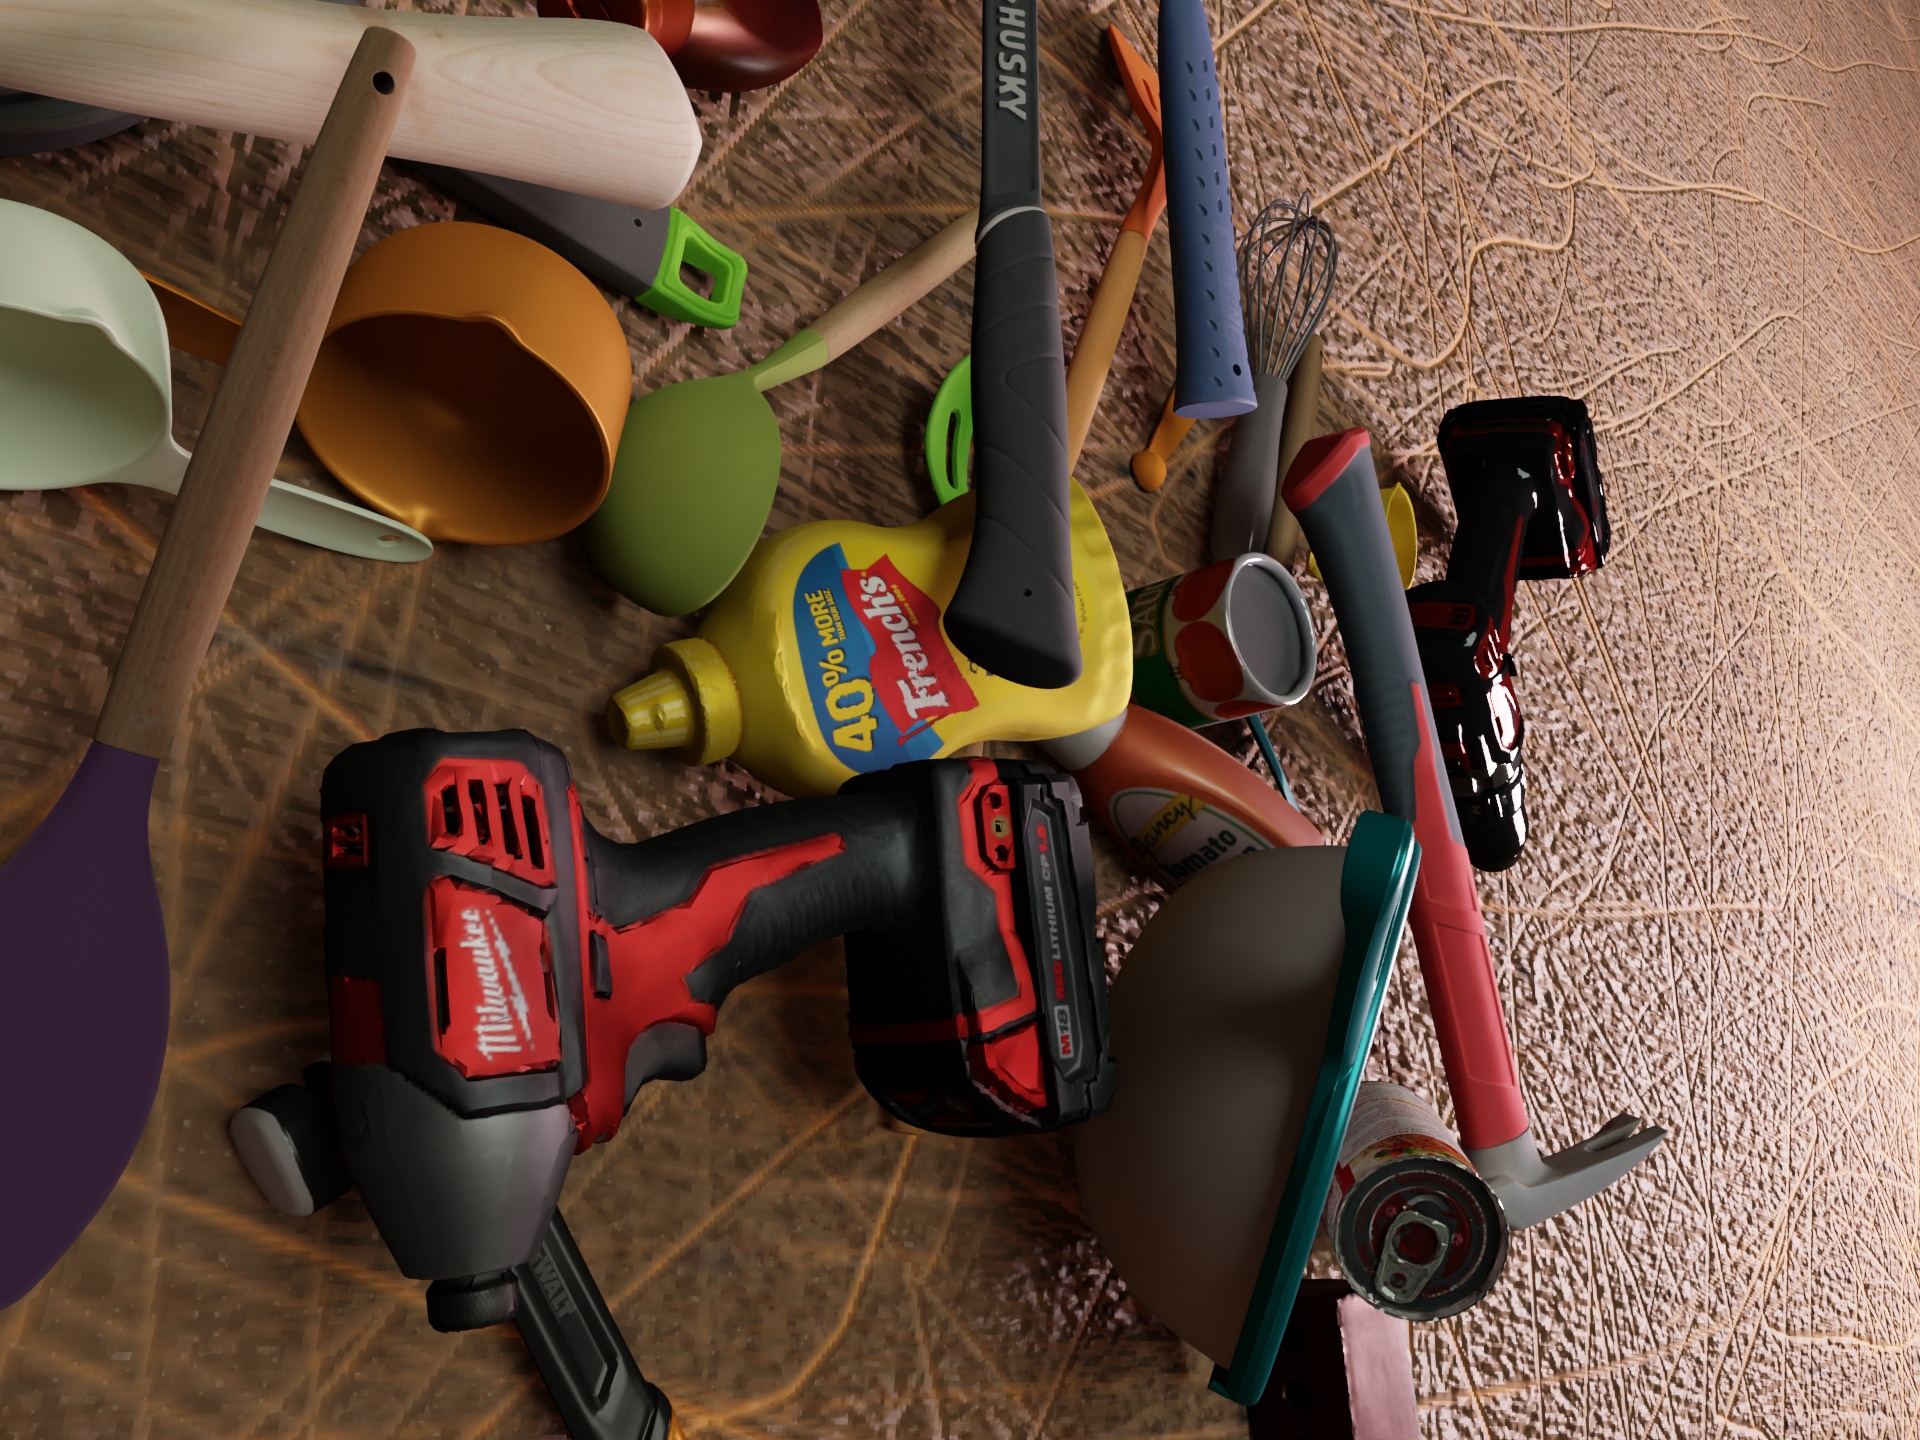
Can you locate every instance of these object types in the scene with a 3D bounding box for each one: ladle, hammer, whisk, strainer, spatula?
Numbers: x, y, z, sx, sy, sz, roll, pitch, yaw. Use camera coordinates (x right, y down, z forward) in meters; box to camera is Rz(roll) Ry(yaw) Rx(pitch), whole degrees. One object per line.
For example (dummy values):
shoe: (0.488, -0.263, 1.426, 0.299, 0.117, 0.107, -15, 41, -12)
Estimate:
ladle: (-0.036, -0.138, 0.596, 0.062, 0.078, 0.320, 55, 40, -14)
hammer: (0.024, -0.196, 0.595, 0.149, 0.036, 0.409, 5, 62, -10)
whisk: (0.154, -0.168, 0.802, 0.055, 0.055, 0.239, 31, 62, -35)
strainer: (0.089, 0.101, 0.536, 0.340, 0.095, 0.211, 75, 35, -61)
hammer: (-0.078, 0.228, 0.459, 0.127, 0.034, 0.337, -29, 100, -45)
hammer: (0.107, -0.345, 0.744, 0.144, 0.035, 0.405, -2, 87, -45)
spatula: (0.067, -0.202, 0.742, 0.081, 0.041, 0.323, 38, 58, -33)
hammer: (0.231, 0.051, 0.746, 0.143, 0.038, 0.386, -18, 98, -17)
spatula: (0.168, -0.077, 0.790, 0.082, 0.044, 0.318, 54, 42, -47)
spatula: (-0.184, -0.017, 0.374, 0.059, 0.018, 0.316, 22, 82, -42)
hammer: (-0.235, -0.152, 0.343, 0.410, 0.146, 0.038, -4, 40, -46)

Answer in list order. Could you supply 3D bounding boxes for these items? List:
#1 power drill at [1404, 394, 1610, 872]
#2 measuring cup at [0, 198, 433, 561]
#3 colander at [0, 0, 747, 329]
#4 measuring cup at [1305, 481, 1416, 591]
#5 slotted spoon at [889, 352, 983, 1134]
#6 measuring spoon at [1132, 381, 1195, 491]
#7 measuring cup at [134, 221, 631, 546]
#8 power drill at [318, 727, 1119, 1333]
power drill: (0.294, -0.047, 0.871, 0.227, 0.080, 0.187, -62, 138, -34)
measuring cup: (-0.204, -0.080, 0.410, 0.167, 0.083, 0.038, 22, 51, -57)
colander: (-0.198, -0.223, 0.426, 0.396, 0.094, 0.205, 25, 62, -38)
measuring cup: (0.197, -0.088, 0.815, 0.156, 0.029, 0.062, -17, 104, -54)
slotted spoon: (-0.001, -0.002, 0.610, 0.070, 0.031, 0.314, 21, 66, -33)
measuring spoon: (0.110, -0.151, 0.775, 0.021, 0.011, 0.117, 50, 48, -23)
measuring cup: (-0.175, -0.113, 0.441, 0.173, 0.095, 0.052, 22, 50, -17)
power drill: (-0.062, 0.076, 0.440, 0.219, 0.078, 0.143, 2, 78, -40)
